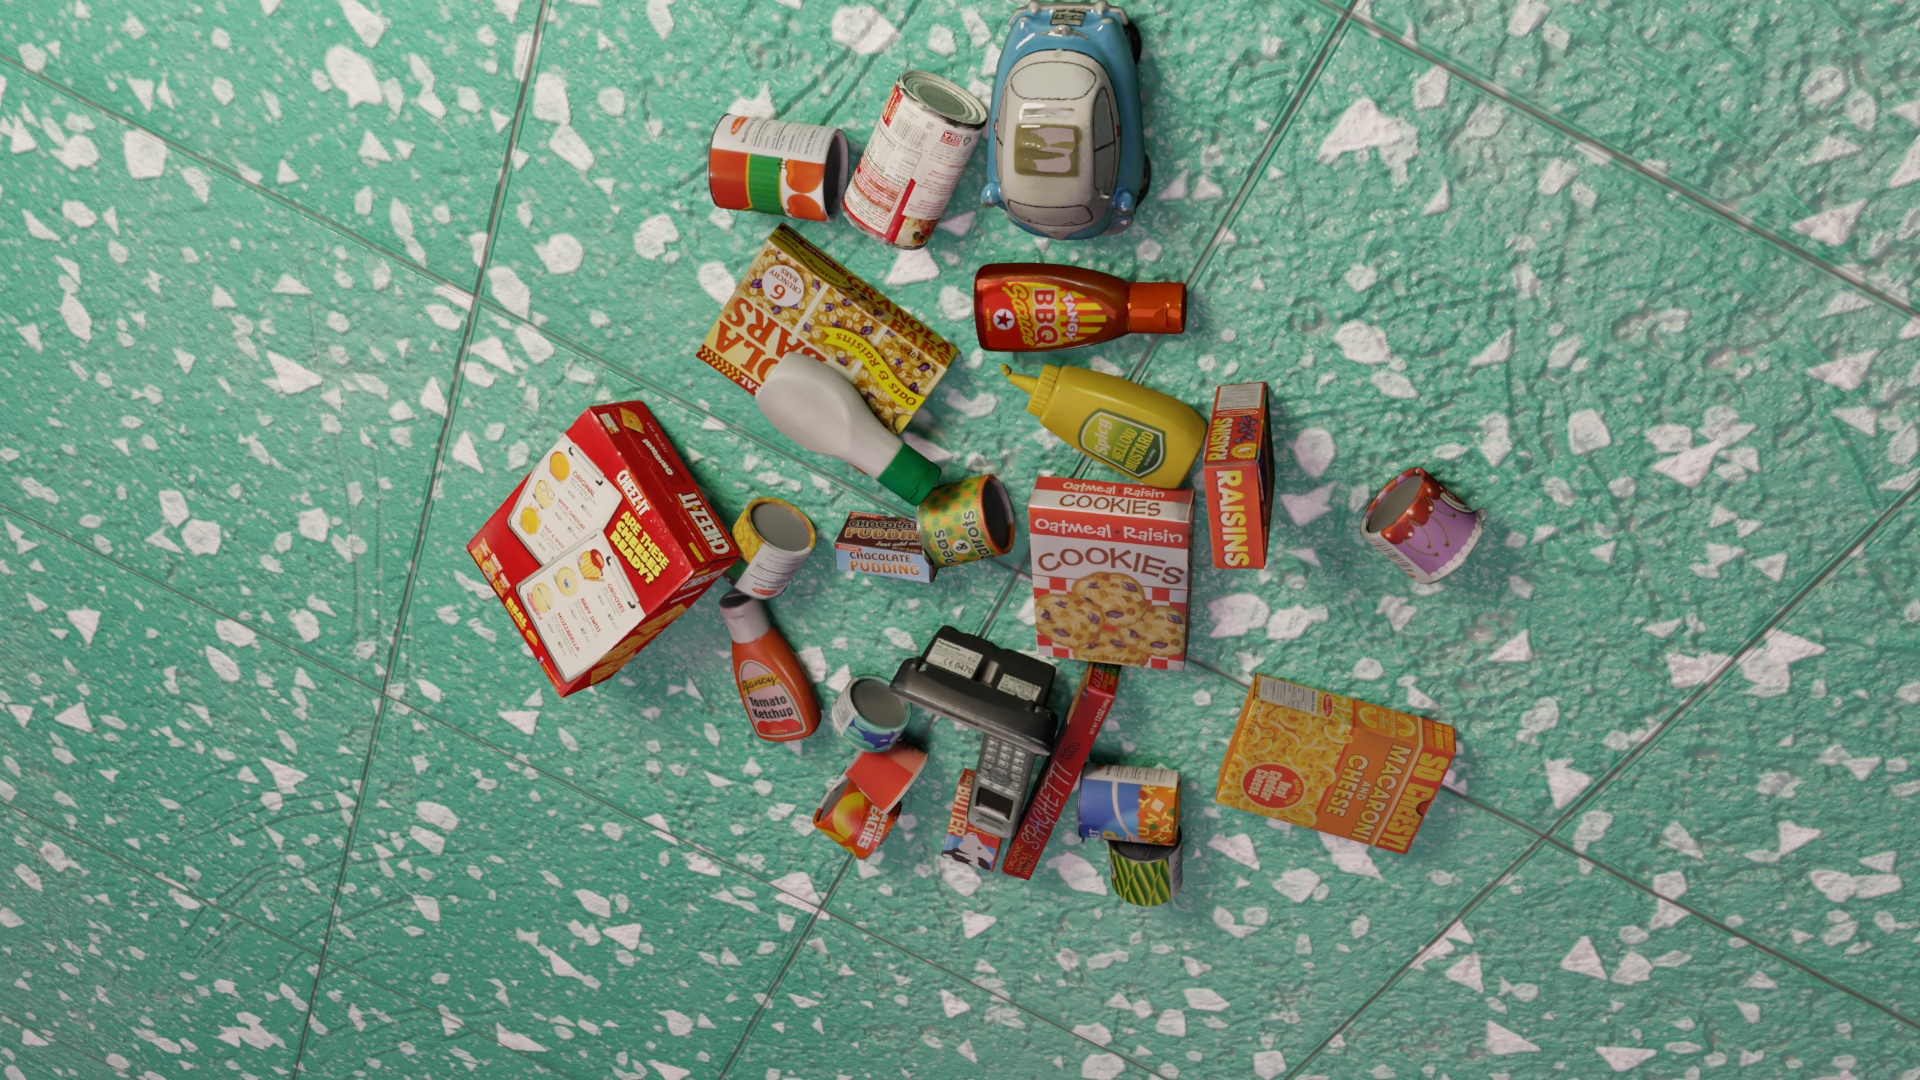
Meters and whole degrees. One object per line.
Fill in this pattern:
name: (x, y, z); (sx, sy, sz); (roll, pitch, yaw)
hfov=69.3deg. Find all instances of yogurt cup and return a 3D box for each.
yogurt cup: (-0.069, 0.208, 1.270); (0.054, 0.073, 0.072); (39, 124, -1)

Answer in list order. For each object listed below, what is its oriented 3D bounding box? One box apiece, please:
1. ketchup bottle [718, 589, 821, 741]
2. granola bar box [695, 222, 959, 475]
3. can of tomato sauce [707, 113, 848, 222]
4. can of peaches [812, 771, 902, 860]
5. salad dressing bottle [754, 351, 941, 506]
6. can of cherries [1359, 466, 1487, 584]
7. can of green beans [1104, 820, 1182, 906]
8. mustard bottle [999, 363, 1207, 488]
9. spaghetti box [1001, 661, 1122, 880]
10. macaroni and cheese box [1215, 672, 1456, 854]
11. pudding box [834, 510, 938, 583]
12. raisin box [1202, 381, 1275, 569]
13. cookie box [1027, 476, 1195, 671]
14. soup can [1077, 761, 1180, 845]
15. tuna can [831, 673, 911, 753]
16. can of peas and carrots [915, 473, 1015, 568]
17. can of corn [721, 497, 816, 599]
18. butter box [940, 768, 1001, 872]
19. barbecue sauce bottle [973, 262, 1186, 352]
ketchup bottle: (-0.176, 0.111, 1.250); (0.064, 0.044, 0.148); (-6, 119, 20)
granola bar box: (-0.104, -0.144, 1.066); (0.165, 0.039, 0.123); (35, 125, -8)
can of tomato sauce: (-0.127, -0.261, 0.981); (0.083, 0.071, 0.070); (10, 124, 9)
can of peaches: (-0.097, 0.256, 1.305); (0.058, 0.071, 0.071); (39, 124, -9)
salad dressing bottle: (-0.083, -0.082, 1.049); (0.147, 0.044, 0.064); (36, 125, -10)
can of cherries: (0.337, -0.013, 1.011); (0.058, 0.072, 0.071); (38, 124, -8)
can of green beans: (0.167, 0.286, 1.251); (0.071, 0.071, 0.057); (2, 123, 15)
mustard bottle: (0.101, -0.094, 1.034); (0.160, 0.049, 0.065); (23, 129, 0)
spaghetti box: (0.088, 0.205, 1.231); (0.029, 0.050, 0.248); (21, 125, 3)
macaroni and cheese box: (0.311, 0.189, 1.163); (0.166, 0.040, 0.123); (15, 126, 6)
pudding box: (-0.057, 0.005, 1.143); (0.084, 0.050, 0.030); (9, 126, 11)
raisin box: (0.201, -0.047, 0.990); (0.040, 0.124, 0.085); (-1, 121, 17)
cookie box: (0.120, 0.027, 1.099); (0.123, 0.040, 0.166); (6, 133, 13)
soup can: (0.149, 0.234, 1.221); (0.084, 0.072, 0.071); (3, 123, 14)
tuna can: (-0.076, 0.154, 1.235); (0.071, 0.071, 0.032); (30, 125, -5)
can of peas and carrots: (0.004, -0.014, 1.100); (0.058, 0.071, 0.070); (-13, 118, 22)
can of corn: (-0.163, 0.004, 1.165); (0.071, 0.071, 0.058); (34, 124, -7)
butter box: (0.017, 0.263, 1.304); (0.053, 0.024, 0.103); (16, 125, 6)
barbecue sauce bottle: (0.086, -0.167, 0.995); (0.148, 0.044, 0.064); (2, 121, 14)
